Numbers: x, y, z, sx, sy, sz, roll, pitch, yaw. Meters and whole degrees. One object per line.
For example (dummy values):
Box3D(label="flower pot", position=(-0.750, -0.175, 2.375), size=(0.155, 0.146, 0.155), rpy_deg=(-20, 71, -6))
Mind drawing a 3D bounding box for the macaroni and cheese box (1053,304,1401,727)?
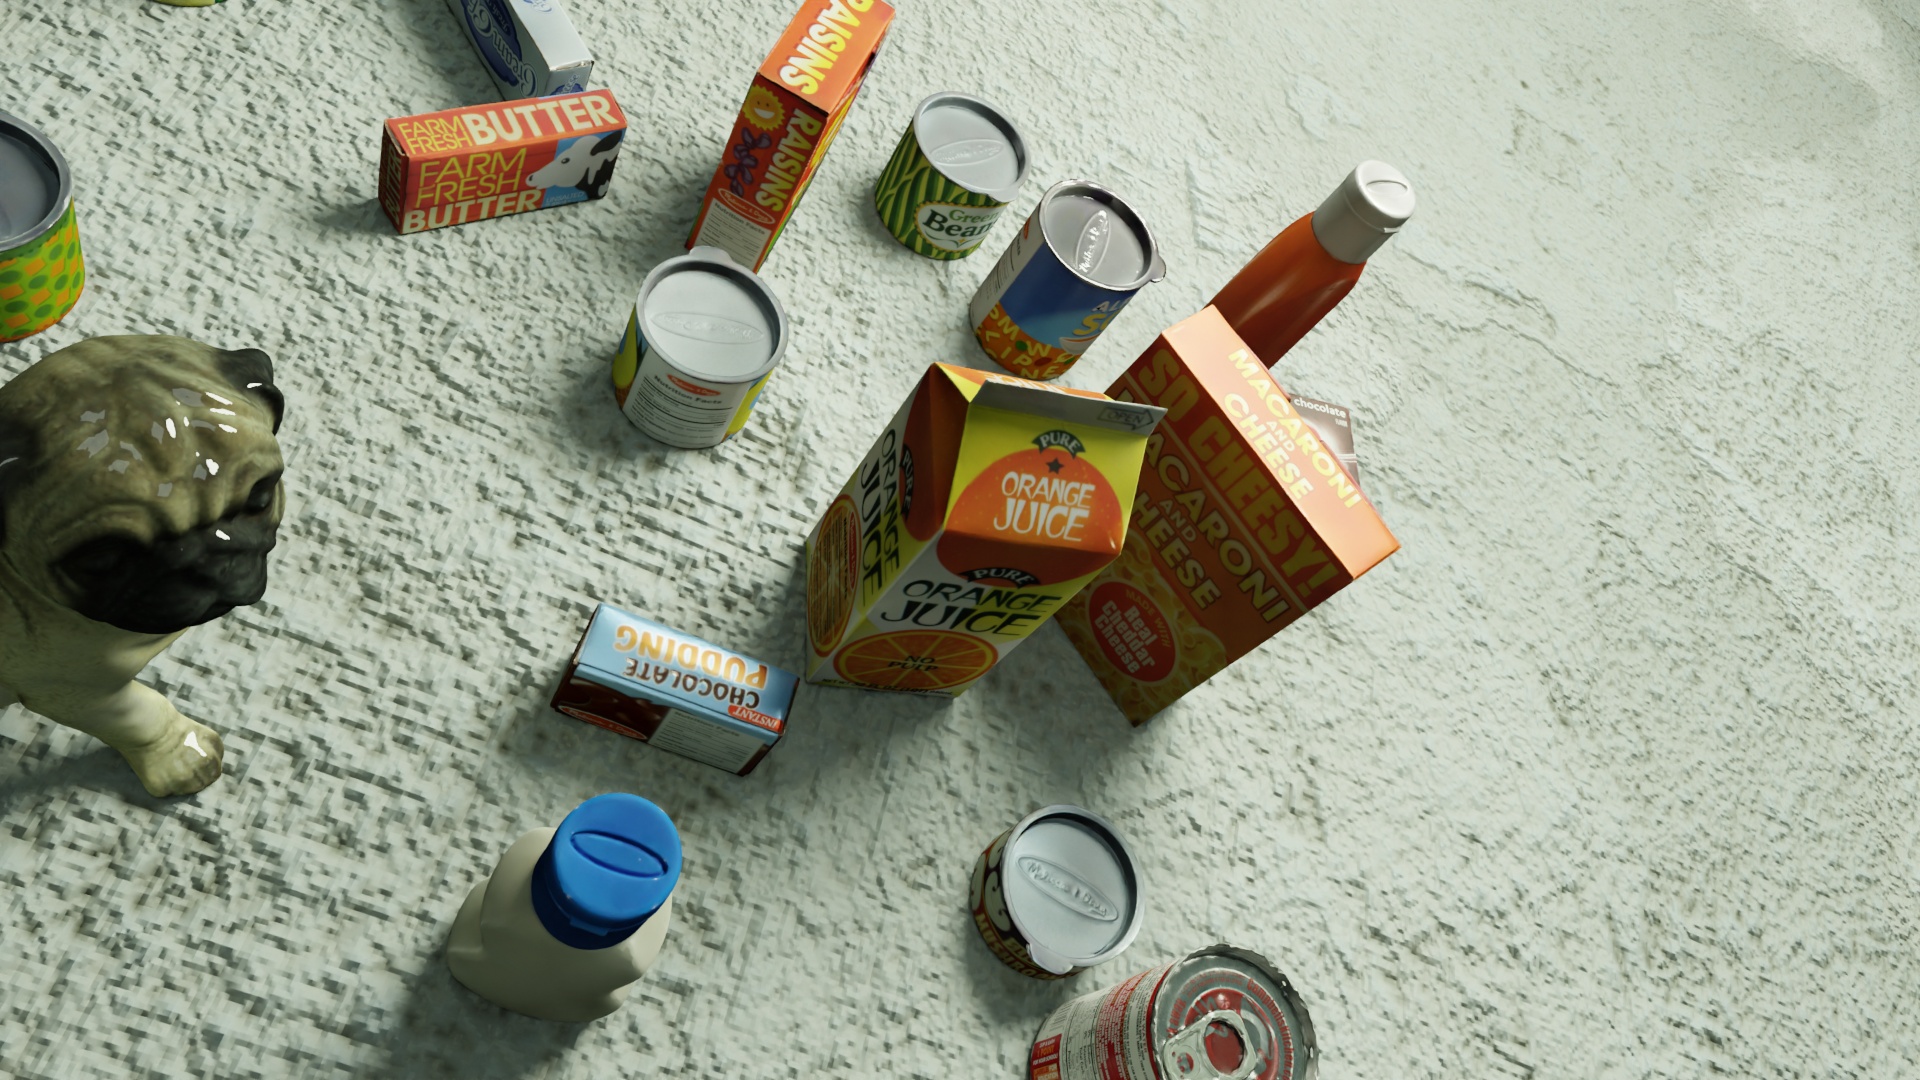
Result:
Box3D(label="macaroni and cheese box", position=(0.092, -0.005, 0.604), size=(0.040, 0.165, 0.124), rpy_deg=(-29, 79, -35))

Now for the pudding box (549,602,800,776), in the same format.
Box3D(label="pudding box", position=(-0.111, 0.059, 0.539), size=(0.084, 0.049, 0.030), rpy_deg=(22, 56, -14))

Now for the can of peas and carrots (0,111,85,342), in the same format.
Box3D(label="can of peas and carrots", position=(-0.361, -0.113, 0.504), size=(0.071, 0.058, 0.071), rpy_deg=(12, 59, -21))

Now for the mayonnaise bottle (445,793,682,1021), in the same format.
Box3D(label="mayonnaise bottle", position=(-0.122, 0.118, 0.439), size=(0.065, 0.147, 0.041), rpy_deg=(24, 56, -13))

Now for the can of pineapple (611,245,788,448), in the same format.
Box3D(label="can of pineapple", position=(-0.115, -0.084, 0.612), size=(0.071, 0.057, 0.071), rpy_deg=(12, 59, -21))

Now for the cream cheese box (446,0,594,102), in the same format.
Box3D(label="cream cheese box", position=(-0.211, -0.245, 0.656), size=(0.024, 0.053, 0.104), rpy_deg=(-24, 76, -34))

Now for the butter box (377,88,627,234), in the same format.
Box3D(label="butter box", position=(-0.203, -0.169, 0.619), size=(0.104, 0.053, 0.024), rpy_deg=(-21, 75, -34))

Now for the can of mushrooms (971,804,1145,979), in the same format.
Box3D(label="can of mushrooms", position=(0.039, 0.148, 0.575), size=(0.071, 0.033, 0.071), rpy_deg=(12, 59, -20))

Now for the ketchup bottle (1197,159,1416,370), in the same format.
Box3D(label="ketchup bottle", position=(0.178, -0.138, 0.732), size=(0.065, 0.148, 0.043), rpy_deg=(-10, 68, -30))

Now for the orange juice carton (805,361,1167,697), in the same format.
Box3D(label="orange juice carton", position=(0.002, -0.007, 0.544), size=(0.072, 0.191, 0.073), rpy_deg=(8, 60, -23))

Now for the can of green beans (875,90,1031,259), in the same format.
Box3D(label="can of green beans", position=(-0.005, -0.190, 0.726), size=(0.071, 0.057, 0.071), rpy_deg=(12, 59, -21))

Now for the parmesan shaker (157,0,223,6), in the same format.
Box3D(label="parmesan shaker", position=(-0.337, -0.290, 0.588), size=(0.071, 0.102, 0.071), rpy_deg=(12, 59, -21))

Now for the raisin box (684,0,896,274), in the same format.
Box3D(label="raisin box", position=(-0.080, -0.190, 0.648), size=(0.040, 0.122, 0.086), rpy_deg=(30, 54, -9))

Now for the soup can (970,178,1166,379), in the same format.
Box3D(label="soup can", position=(0.053, -0.129, 0.705), size=(0.071, 0.083, 0.071), rpy_deg=(12, 59, -21))
